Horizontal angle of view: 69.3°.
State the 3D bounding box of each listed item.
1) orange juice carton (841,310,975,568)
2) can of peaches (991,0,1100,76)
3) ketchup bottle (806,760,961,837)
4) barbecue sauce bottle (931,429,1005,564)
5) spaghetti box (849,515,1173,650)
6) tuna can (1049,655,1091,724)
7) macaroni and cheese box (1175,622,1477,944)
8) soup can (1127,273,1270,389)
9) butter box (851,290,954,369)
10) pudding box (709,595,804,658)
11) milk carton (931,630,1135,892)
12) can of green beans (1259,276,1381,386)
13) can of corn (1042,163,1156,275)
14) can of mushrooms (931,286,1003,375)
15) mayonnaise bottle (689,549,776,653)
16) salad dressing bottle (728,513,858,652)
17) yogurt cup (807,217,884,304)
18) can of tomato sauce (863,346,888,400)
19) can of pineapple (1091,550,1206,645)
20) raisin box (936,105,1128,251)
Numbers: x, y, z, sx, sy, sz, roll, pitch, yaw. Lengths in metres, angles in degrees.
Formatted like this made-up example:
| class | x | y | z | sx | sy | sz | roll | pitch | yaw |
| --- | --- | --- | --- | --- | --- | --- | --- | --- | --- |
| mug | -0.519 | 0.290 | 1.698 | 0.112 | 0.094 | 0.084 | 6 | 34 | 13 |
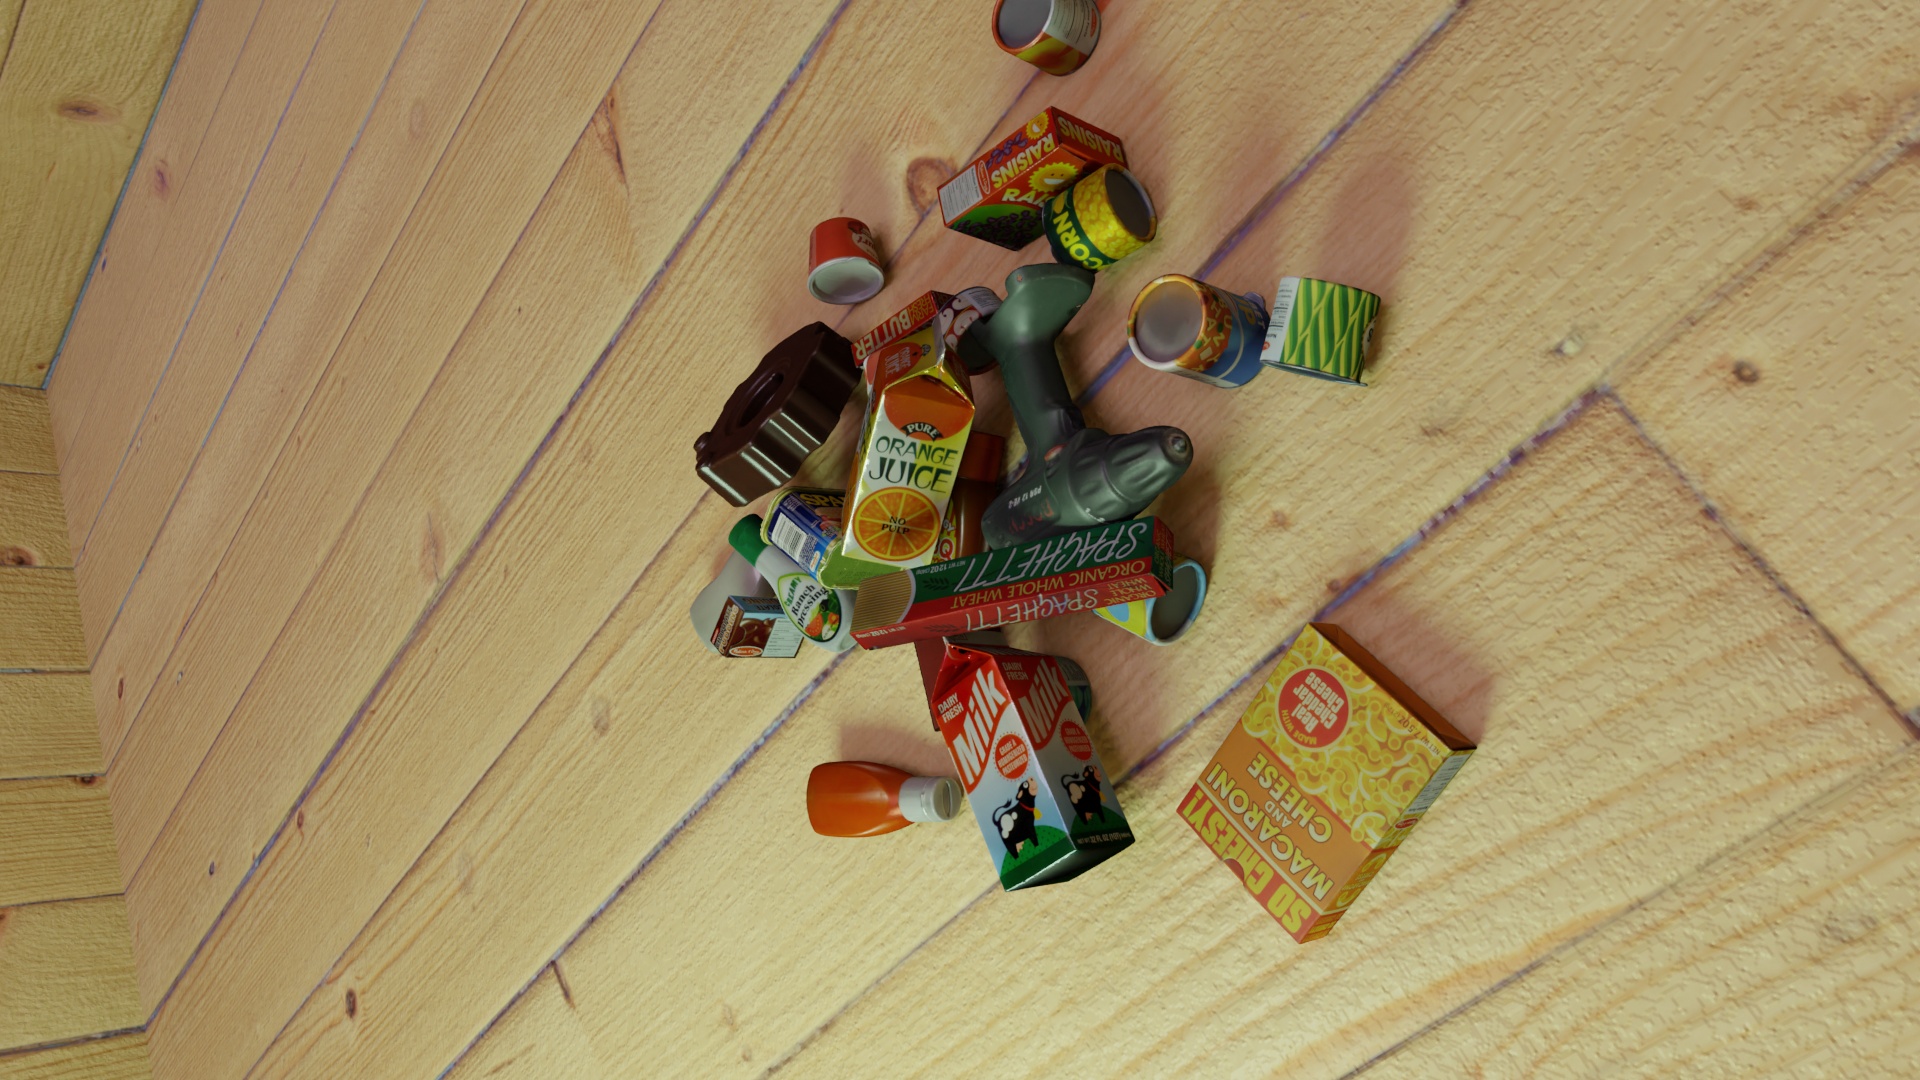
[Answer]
| class | x | y | z | sx | sy | sz | roll | pitch | yaw |
| --- | --- | --- | --- | --- | --- | --- | --- | --- | --- |
| orange juice carton | -0.038 | -0.078 | 1.072 | 0.072 | 0.073 | 0.191 | -97 | 20 | -57 |
| can of peaches | 0.065 | -0.407 | 1.094 | 0.071 | 0.058 | 0.071 | -5 | 83 | 42 |
| ketchup bottle | -0.065 | 0.216 | 1.160 | 0.148 | 0.043 | 0.065 | -9 | 80 | 42 |
| barbecue sauce bottle | 0.004 | -0.014 | 1.118 | 0.065 | 0.044 | 0.148 | 21 | 100 | 63 |
| spaghetti box | 0.032 | 0.032 | 0.983 | 0.249 | 0.028 | 0.050 | -13 | 51 | 30 |
| tuna can | 0.064 | 0.123 | 1.057 | 0.071 | 0.033 | 0.071 | -5 | 82 | 42 |
| macaroni and cheese box | 0.229 | 0.155 | 0.896 | 0.124 | 0.040 | 0.165 | 46 | 116 | 36 |
| soup can | 0.166 | -0.146 | 0.956 | 0.071 | 0.084 | 0.071 | -6 | 82 | 42 |
| butter box | -0.039 | -0.174 | 1.170 | 0.103 | 0.053 | 0.024 | -28 | 70 | 38 |
| pudding box | -0.178 | 0.078 | 1.252 | 0.030 | 0.084 | 0.049 | 38 | 112 | 39 |
| milk carton | 0.043 | 0.147 | 1.000 | 0.073 | 0.072 | 0.191 | -40 | 60 | 32 |
| can of green beans | 0.234 | -0.136 | 0.903 | 0.071 | 0.071 | 0.057 | 19 | 99 | 42 |
| can of corn | 0.103 | -0.237 | 1.033 | 0.058 | 0.071 | 0.071 | -25 | 69 | 38 |
| can of mushrooms | 0.011 | -0.165 | 1.114 | 0.033 | 0.071 | 0.070 | 49 | 118 | 33 |
| mayonnaise bottle | -0.198 | 0.039 | 1.305 | 0.147 | 0.041 | 0.065 | -49 | 57 | 26 |
| salad dressing bottle | -0.144 | 0.035 | 1.224 | 0.148 | 0.044 | 0.064 | 41 | 113 | 19 |
| yogurt cup | -0.104 | -0.249 | 1.232 | 0.072 | 0.072 | 0.054 | -29 | 59 | 37 |
| can of tomato sauce | -0.044 | -0.114 | 1.157 | 0.071 | 0.071 | 0.083 | -22 | 71 | 40 |
| can of pineapple | 0.132 | 0.032 | 0.980 | 0.058 | 0.071 | 0.071 | 26 | 104 | 40 |
| raisin box | 0.055 | -0.276 | 1.070 | 0.123 | 0.086 | 0.040 | -26 | 67 | 38 |
